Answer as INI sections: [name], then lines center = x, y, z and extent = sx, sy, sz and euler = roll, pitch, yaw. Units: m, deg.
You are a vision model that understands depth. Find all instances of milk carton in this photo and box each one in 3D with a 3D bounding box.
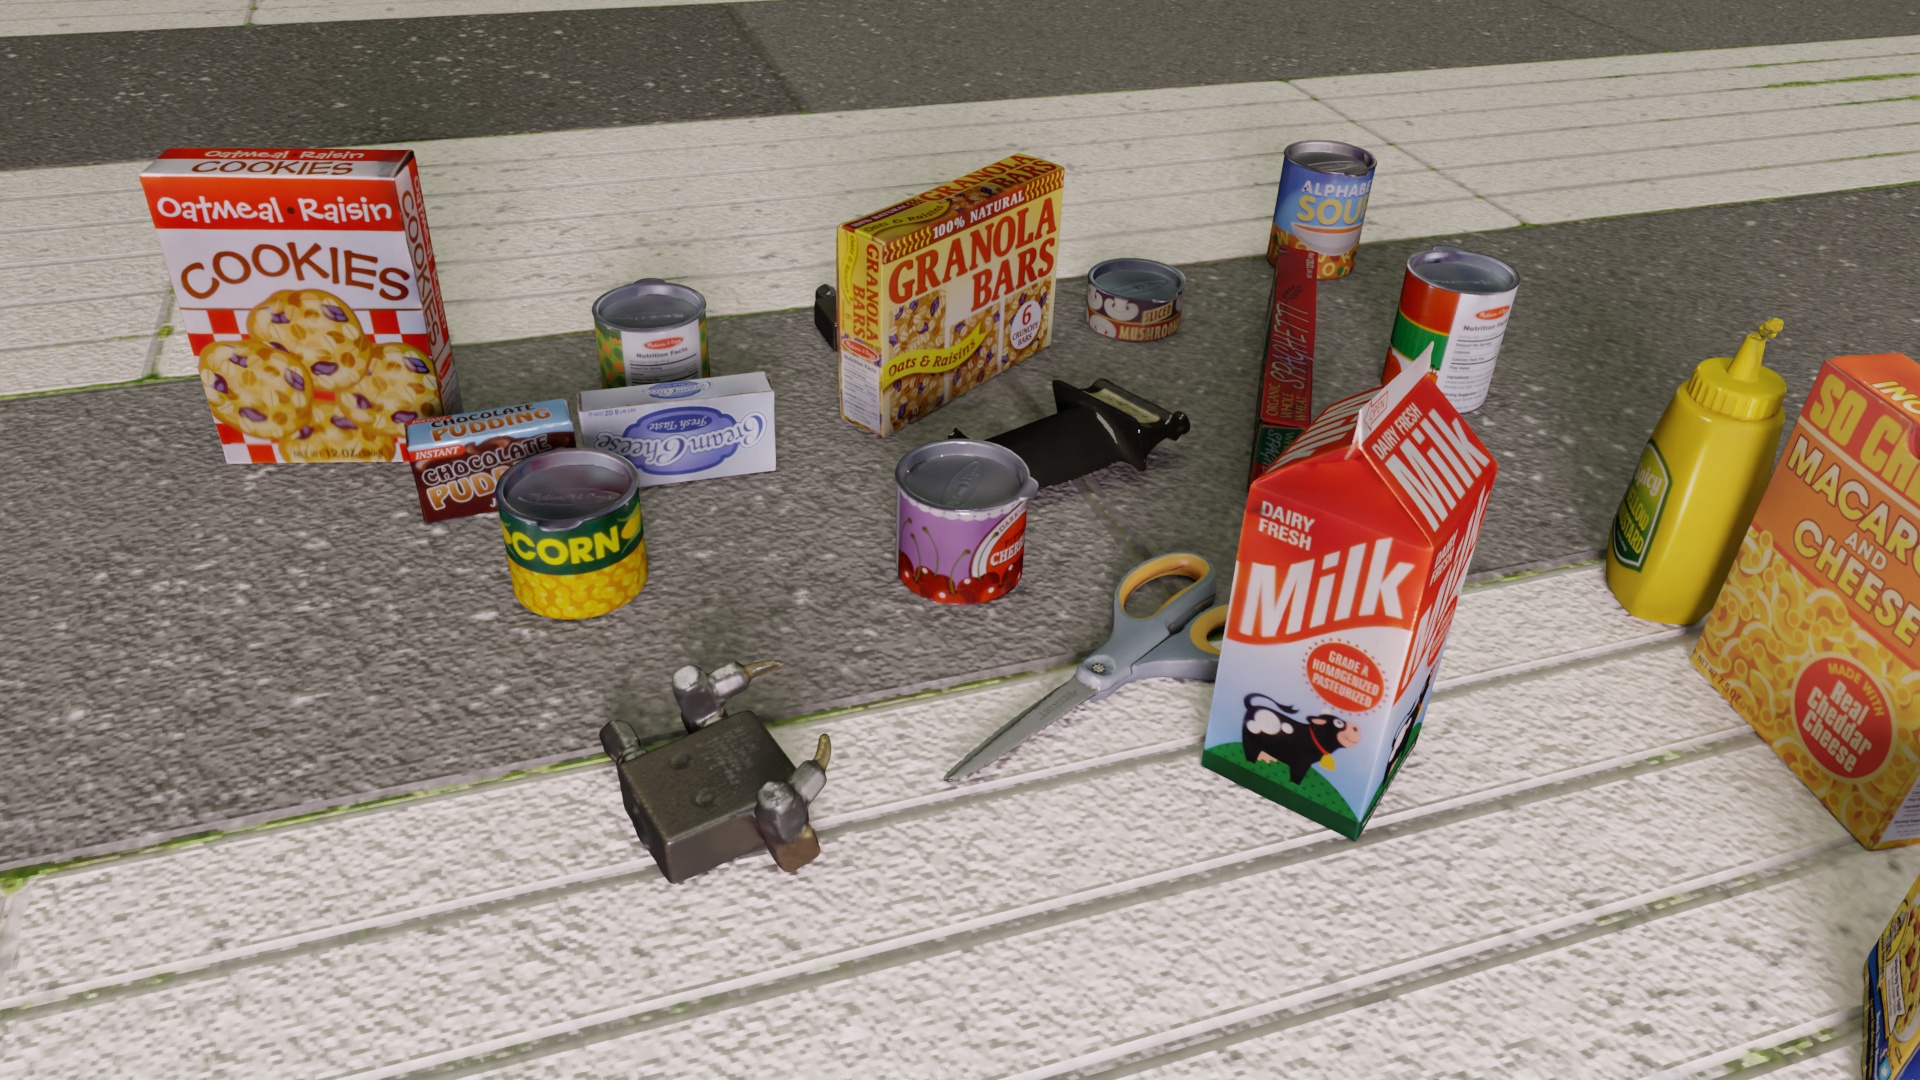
[milk carton]
center = 0.154, 0.018, 0.549
extent = 0.073, 0.189, 0.073
euler = 23, 40, 27

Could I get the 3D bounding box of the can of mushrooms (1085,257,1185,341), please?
[can of mushrooms]
center = 0.119, -0.163, 0.942
extent = 0.071, 0.033, 0.071
euler = 2, 35, -1

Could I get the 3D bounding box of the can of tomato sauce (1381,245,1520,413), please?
[can of tomato sauce]
center = 0.302, -0.131, 0.866
extent = 0.071, 0.082, 0.071
euler = 2, 35, -1

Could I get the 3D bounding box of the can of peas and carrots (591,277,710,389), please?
[can of peas and carrots]
center = -0.184, -0.116, 0.834
extent = 0.071, 0.058, 0.071
euler = 2, 35, -1

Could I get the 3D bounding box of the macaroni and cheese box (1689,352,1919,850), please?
[macaroni and cheese box]
center = 0.382, 0.025, 0.575
extent = 0.040, 0.165, 0.124
euler = -5, 35, -10

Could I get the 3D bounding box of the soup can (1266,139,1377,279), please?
[soup can]
center = 0.266, -0.242, 1.021
extent = 0.071, 0.083, 0.072
euler = 2, 35, -1

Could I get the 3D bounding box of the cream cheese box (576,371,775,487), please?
[cream cheese box]
center = -0.153, -0.059, 0.758
extent = 0.104, 0.053, 0.024
euler = -9, 36, -16

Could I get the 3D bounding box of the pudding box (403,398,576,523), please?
[pudding box]
center = -0.245, -0.043, 0.733
extent = 0.084, 0.049, 0.030
euler = -11, 37, -18

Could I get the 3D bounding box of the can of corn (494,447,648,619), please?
[can of corn]
center = -0.186, -0.002, 0.670
extent = 0.071, 0.058, 0.071
euler = 2, 35, -1

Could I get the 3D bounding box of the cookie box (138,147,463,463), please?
[cookie box]
center = -0.341, -0.122, 0.737
extent = 0.123, 0.166, 0.040
euler = -1, 35, -4

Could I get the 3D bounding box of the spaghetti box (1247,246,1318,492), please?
[spaghetti box]
center = 0.201, -0.110, 0.857
extent = 0.029, 0.049, 0.251
euler = 9, 35, 9

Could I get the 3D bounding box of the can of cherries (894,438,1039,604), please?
[can of cherries]
center = 0.002, -0.009, 0.692
extent = 0.071, 0.058, 0.072
euler = 2, 35, -1

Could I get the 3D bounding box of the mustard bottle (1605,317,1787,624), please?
[mustard bottle]
center = 0.356, -0.036, 0.666
extent = 0.049, 0.159, 0.066
euler = 5, 35, 3

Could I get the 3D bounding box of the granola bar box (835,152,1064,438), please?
[granola bar box]
center = -0.005, -0.151, 0.838
extent = 0.039, 0.123, 0.166
euler = 27, 41, 30
